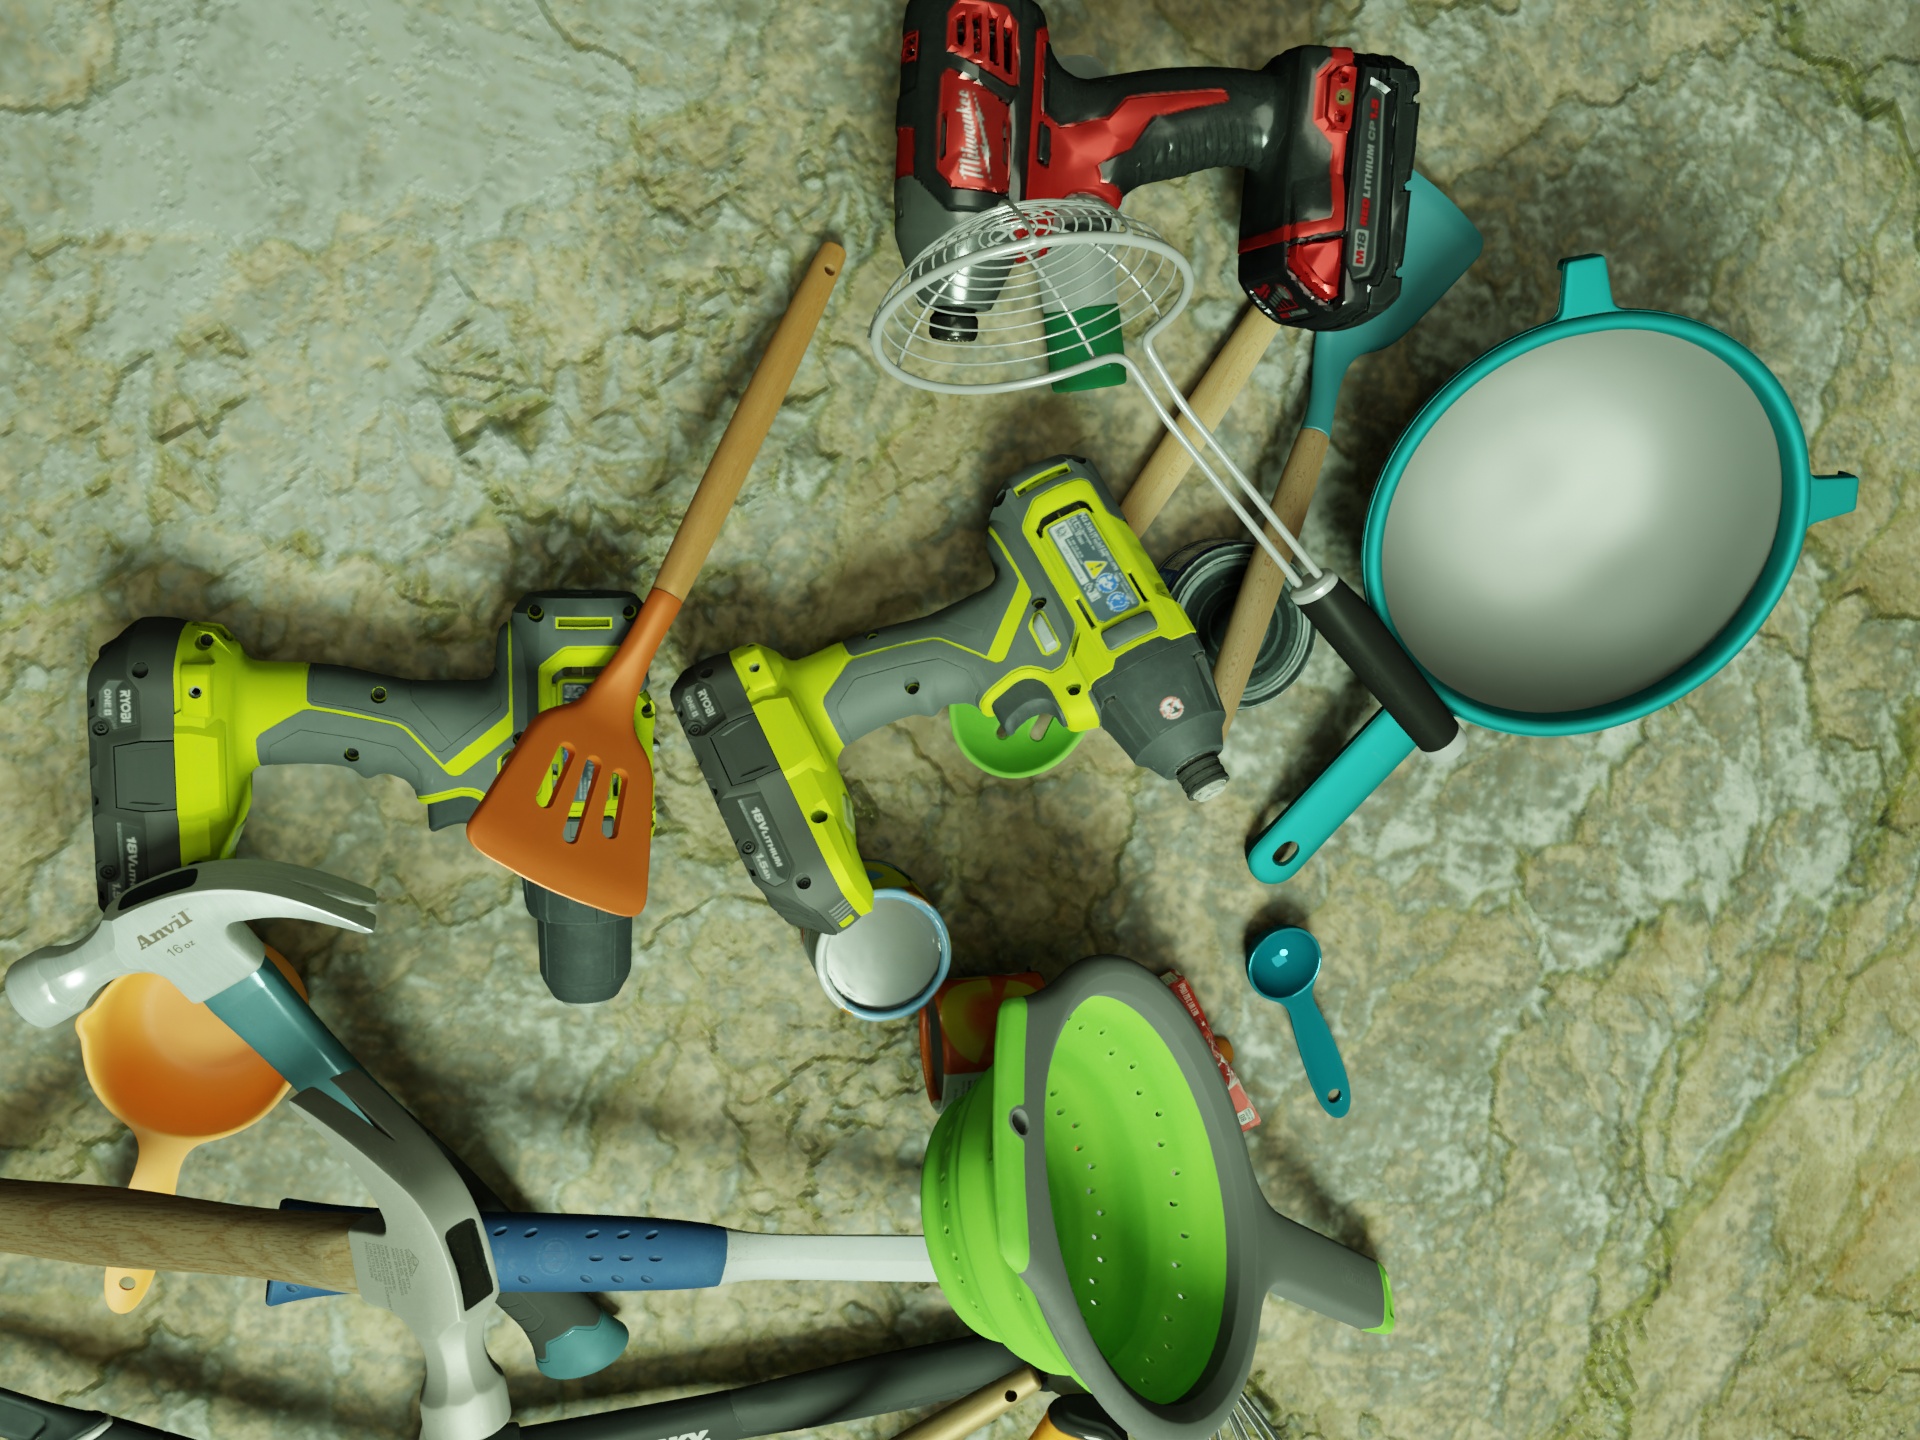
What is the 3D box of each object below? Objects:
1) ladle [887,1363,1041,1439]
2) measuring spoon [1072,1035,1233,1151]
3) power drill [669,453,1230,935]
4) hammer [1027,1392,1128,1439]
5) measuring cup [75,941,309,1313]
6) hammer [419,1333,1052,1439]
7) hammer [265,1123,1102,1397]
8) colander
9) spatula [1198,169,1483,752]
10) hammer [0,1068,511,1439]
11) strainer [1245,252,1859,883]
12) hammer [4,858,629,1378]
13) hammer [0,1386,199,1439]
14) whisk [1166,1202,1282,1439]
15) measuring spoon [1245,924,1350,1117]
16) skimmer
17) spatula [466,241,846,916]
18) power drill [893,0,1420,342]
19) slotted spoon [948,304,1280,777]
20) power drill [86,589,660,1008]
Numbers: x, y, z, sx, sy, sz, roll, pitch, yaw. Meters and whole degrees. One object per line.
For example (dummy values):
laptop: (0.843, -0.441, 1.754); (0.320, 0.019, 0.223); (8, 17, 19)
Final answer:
ladle: (-0.100, 0.393, 0.772); (0.320, 0.062, 0.078); (-31, 89, 2)
measuring spoon: (0.095, 0.203, 0.843); (0.117, 0.011, 0.021); (-29, 104, -7)
power drill: (-0.001, -0.002, 0.720); (0.223, 0.080, 0.171); (-27, 70, -3)
hammer: (-0.050, 0.448, 0.800); (0.337, 0.034, 0.127); (-38, 105, 10)
measuring cup: (-0.352, 0.177, 0.718); (0.095, 0.052, 0.173); (17, 97, -15)
hammer: (-0.098, 0.340, 0.794); (0.334, 0.035, 0.146); (-5, 123, -16)
hammer: (-0.100, 0.242, 0.738); (0.405, 0.035, 0.144); (9, 84, -23)
colander: (0.095, 0.249, 0.761); (0.094, 0.205, 0.396); (-19, 143, 30)
spatula: (0.169, -0.118, 0.767); (0.082, 0.044, 0.317); (28, 75, -28)
hammer: (-0.321, 0.204, 0.640); (0.331, 0.031, 0.130); (-4, 97, 26)
strainer: (0.255, -0.058, 0.808); (0.211, 0.095, 0.340); (33, 111, -17)
hammer: (-0.252, 0.191, 0.708); (0.128, 0.033, 0.330); (-31, 120, -3)
hammer: (-0.409, 0.315, 0.701); (0.409, 0.036, 0.149); (24, 104, -8)
whisk: (0.135, 0.348, 0.861); (0.055, 0.055, 0.239); (-22, 99, -9)
measuring spoon: (0.184, 0.162, 0.858); (0.042, 0.021, 0.128); (-27, 113, -7)
skimmer: (0.112, -0.078, 0.679); (0.363, 0.127, 0.090); (44, 46, -26)
spatula: (-0.113, -0.076, 0.690); (0.081, 0.041, 0.323); (30, 73, -27)
power drill: (0.079, -0.231, 0.692); (0.219, 0.078, 0.143); (2, 98, -13)
slotted spoon: (0.094, -0.109, 0.784); (0.070, 0.031, 0.314); (33, 89, 2)
power drill: (-0.249, 0.038, 0.706); (0.228, 0.080, 0.190); (-1, 99, -15)
